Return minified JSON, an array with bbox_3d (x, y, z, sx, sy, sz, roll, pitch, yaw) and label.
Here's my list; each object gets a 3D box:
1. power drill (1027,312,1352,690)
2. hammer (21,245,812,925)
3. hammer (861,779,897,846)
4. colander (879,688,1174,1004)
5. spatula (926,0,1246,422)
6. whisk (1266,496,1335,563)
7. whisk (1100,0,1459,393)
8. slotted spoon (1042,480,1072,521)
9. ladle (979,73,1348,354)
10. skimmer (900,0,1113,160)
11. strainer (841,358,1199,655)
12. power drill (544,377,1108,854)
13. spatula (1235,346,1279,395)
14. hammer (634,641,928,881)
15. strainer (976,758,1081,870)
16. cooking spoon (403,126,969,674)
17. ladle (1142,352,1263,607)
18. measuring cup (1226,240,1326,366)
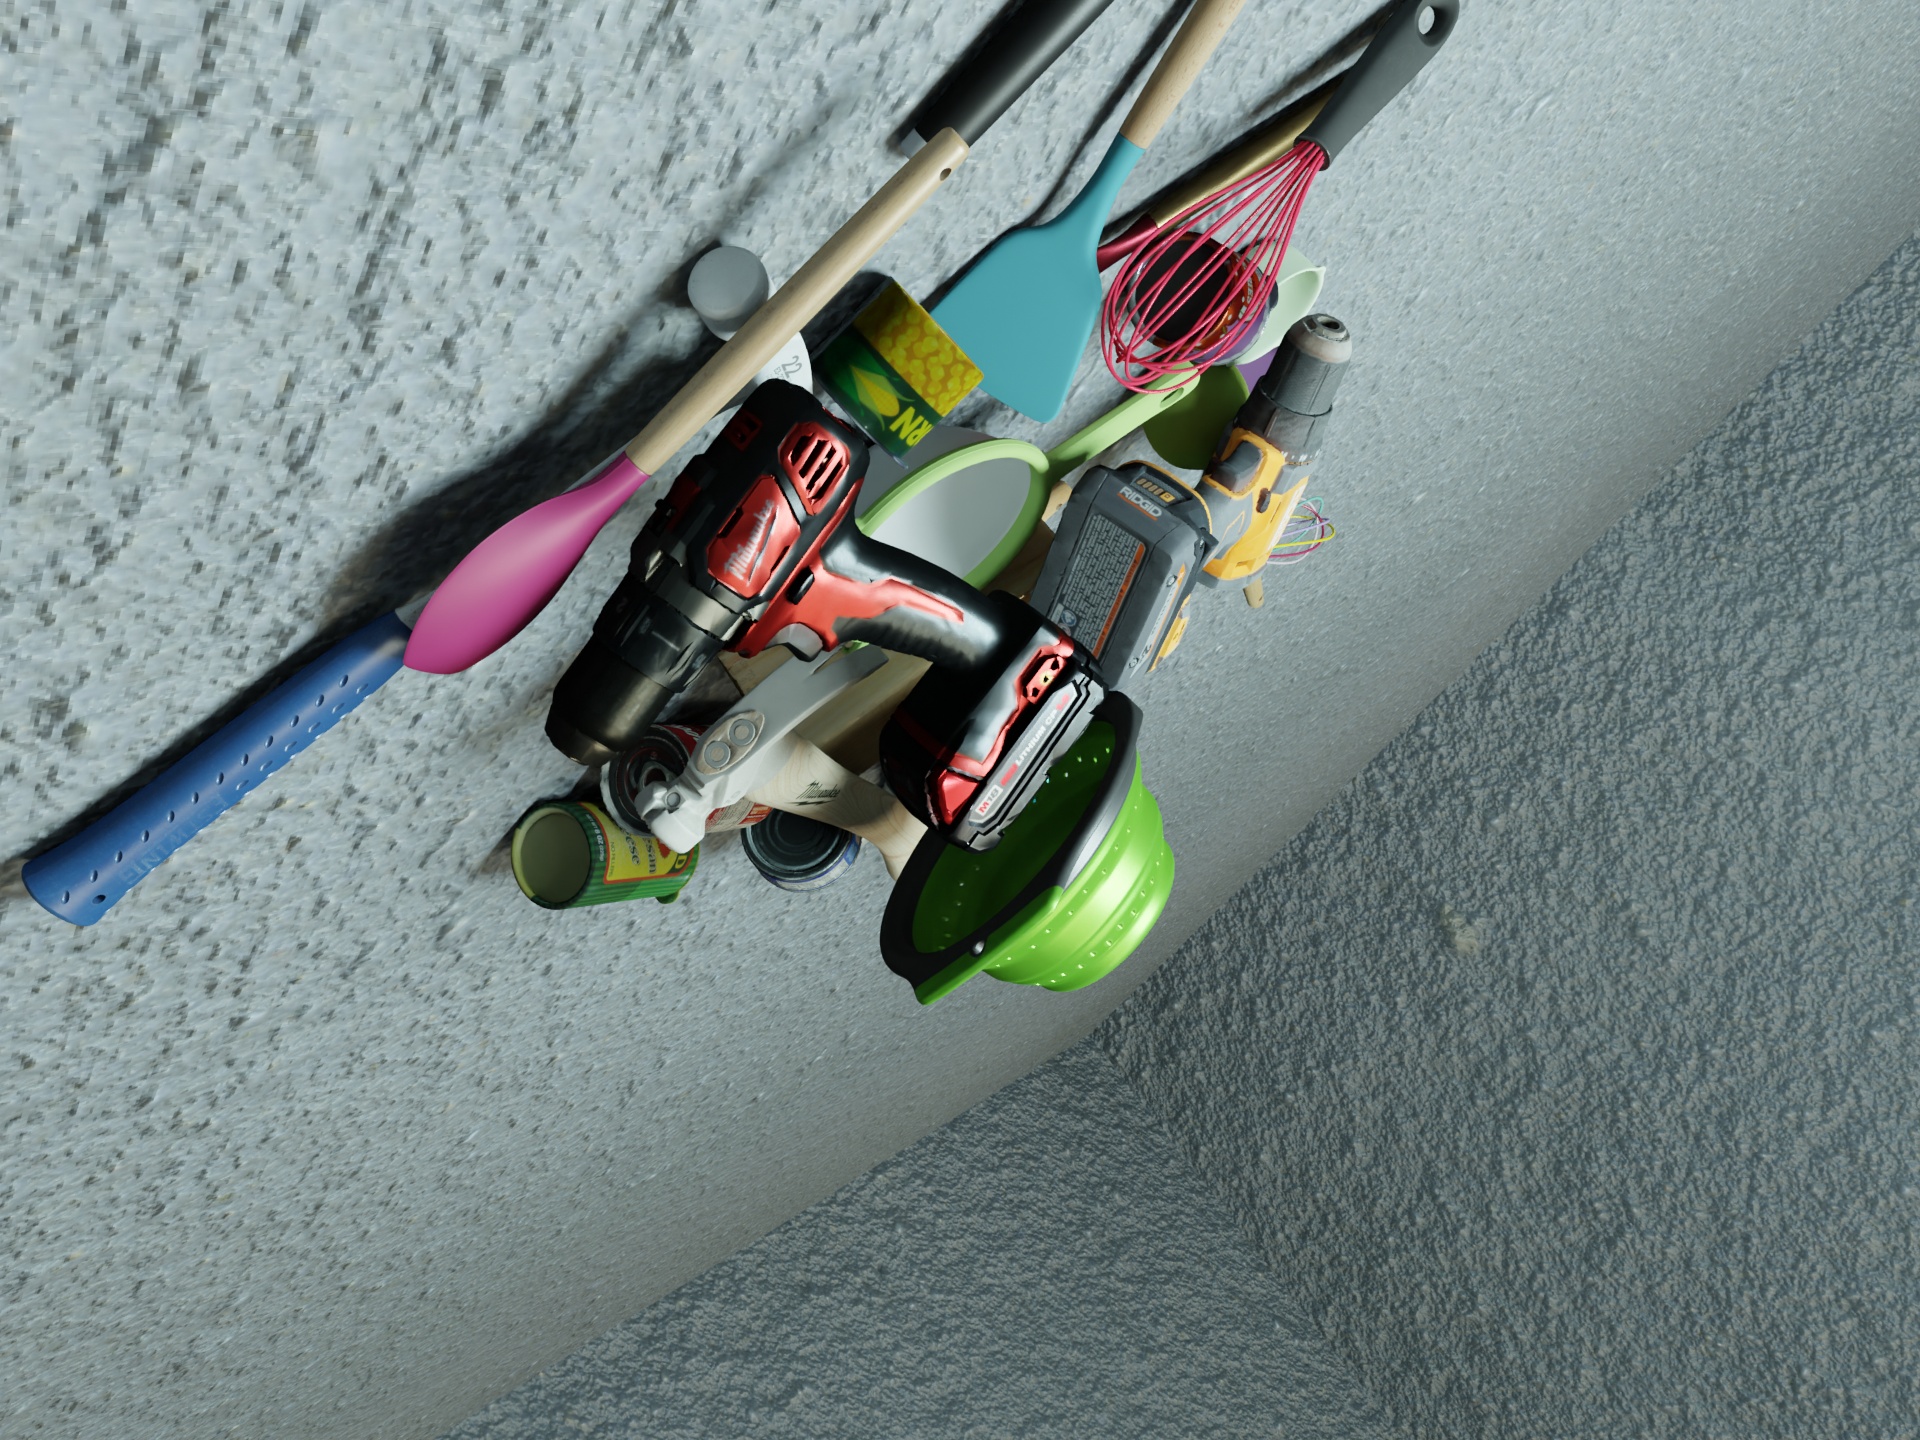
[{"bbox_3d":[0.145,-0.133,0.930,0.226,0.084,0.185,-35,155,-44],"label":"power drill"},{"bbox_3d":[-0.231,-0.047,0.706,0.405,0.035,0.144,-38,162,-3],"label":"hammer"},{"bbox_3d":[-0.049,0.023,1.191,0.128,0.033,0.331,-38,168,-8],"label":"hammer"},{"bbox_3d":[0.064,0.045,0.983,0.204,0.094,0.397,-40,-161,27],"label":"colander"},{"bbox_3d":[0.094,-0.288,0.733,0.317,0.082,0.044,-55,-177,28],"label":"spatula"},{"bbox_3d":[0.219,-0.136,1.260,0.245,0.047,0.051,-21,157,-40],"label":"whisk"},{"bbox_3d":[0.171,-0.282,0.827,0.296,0.073,0.073,-50,164,-12],"label":"whisk"},{"bbox_3d":[-0.046,-0.054,1.068,0.314,0.031,0.070,-41,162,1],"label":"slotted spoon"},{"bbox_3d":[0.122,-0.278,0.852,0.315,0.031,0.069,-37,164,-12],"label":"ladle"},{"bbox_3d":[0.118,-0.334,0.604,0.363,0.090,0.127,-42,130,17],"label":"skimmer"},{"bbox_3d":[0.015,-0.146,0.888,0.256,0.069,0.151,-34,159,-11],"label":"strainer"},{"bbox_3d":[-0.061,-0.023,0.734,0.226,0.080,0.188,35,93,-35],"label":"power drill"},{"bbox_3d":[0.201,-0.206,1.195,0.060,0.018,0.315,-36,161,-13],"label":"spatula"},{"bbox_3d":[-0.057,0.047,0.979,0.146,0.038,0.410,-41,162,2],"label":"hammer"},{"bbox_3d":[0.042,0.069,1.265,0.340,0.095,0.211,90,22,-57],"label":"strainer"},{"bbox_3d":[-0.115,-0.124,0.656,0.319,0.017,0.068,-42,163,12],"label":"cooking spoon"},{"bbox_3d":[0.186,-0.157,1.137,0.078,0.062,0.319,-57,156,-10],"label":"ladle"},{"bbox_3d":[0.203,-0.263,1.033,0.083,0.038,0.167,-45,163,18],"label":"measuring cup"}]
